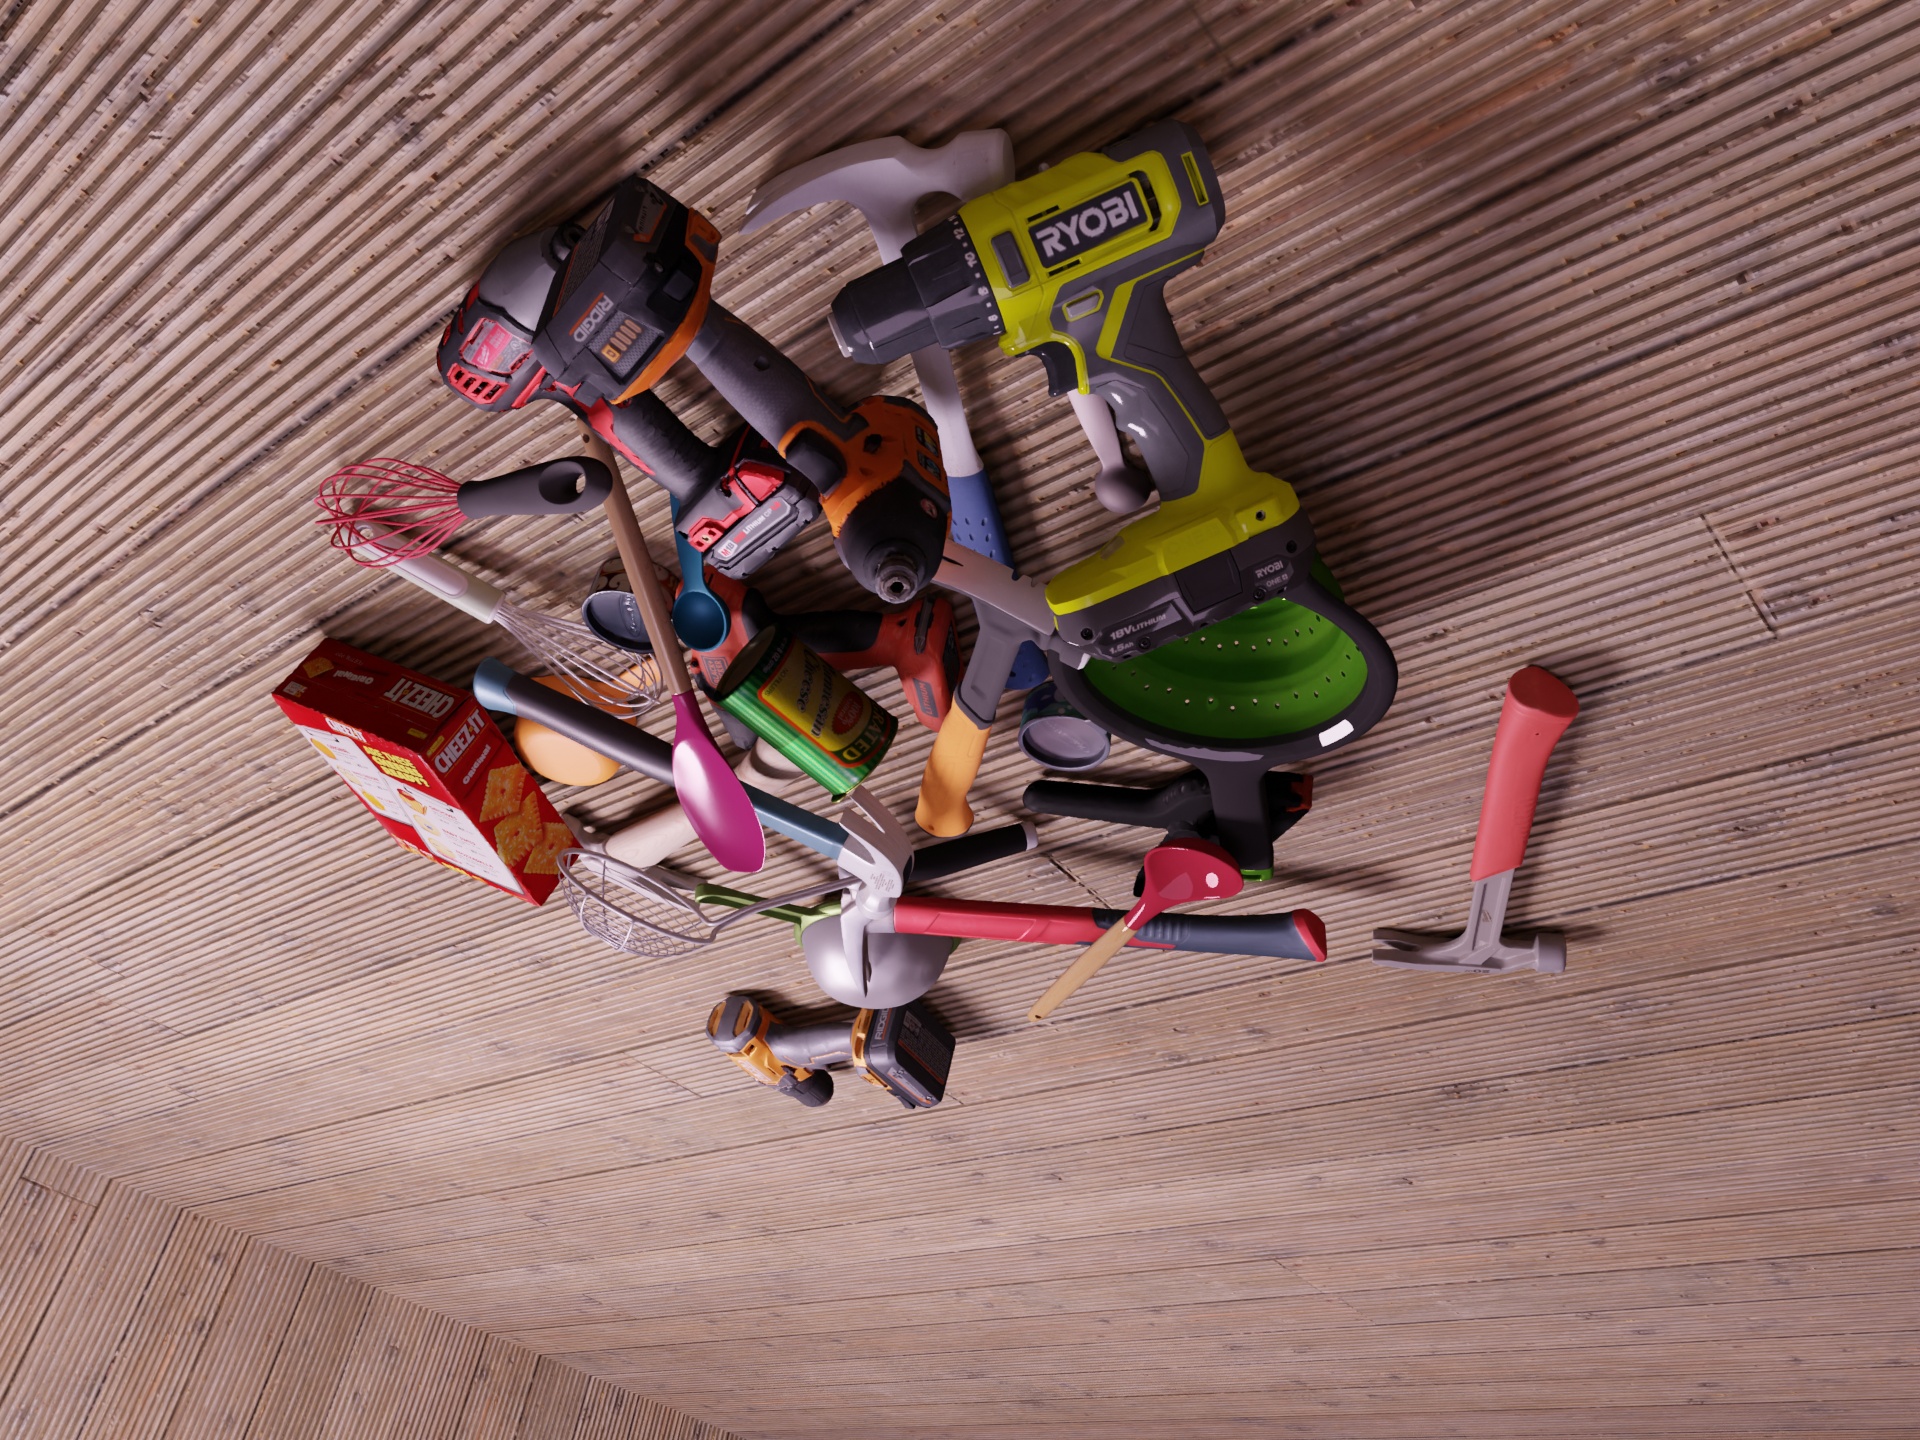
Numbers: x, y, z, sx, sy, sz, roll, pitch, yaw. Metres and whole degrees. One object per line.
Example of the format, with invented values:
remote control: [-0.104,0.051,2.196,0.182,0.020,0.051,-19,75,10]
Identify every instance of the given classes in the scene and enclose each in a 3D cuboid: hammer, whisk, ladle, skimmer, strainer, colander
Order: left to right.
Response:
whisk: [-0.309,-0.134,0.973,0.296,0.073,0.073,1,146,40]
whisk: [-0.318,-0.074,1.112,0.246,0.058,0.059,30,175,-13]
hammer: [-0.185,0.040,1.112,0.331,0.033,0.128,25,148,0]
hammer: [-0.190,0.073,1.241,0.146,0.038,0.410,27,150,-23]
skimmer: [-0.114,0.102,1.198,0.363,0.127,0.090,-13,110,-17]
strainer: [-0.116,0.199,1.375,0.256,0.069,0.151,20,145,-32]
hammer: [-0.007,-0.157,0.933,0.144,0.035,0.405,0,142,15]
hammer: [-0.002,-0.003,1.021,0.127,0.034,0.336,27,153,5]
hammer: [0.096,0.177,1.281,0.386,0.038,0.143,3,127,6]
ladle: [0.119,0.165,1.201,0.069,0.031,0.315,28,140,-7]
colander: [0.177,-0.019,1.025,0.204,0.095,0.396,2,148,16]
hammer: [0.383,0.086,1.155,0.149,0.037,0.358,2,143,13]

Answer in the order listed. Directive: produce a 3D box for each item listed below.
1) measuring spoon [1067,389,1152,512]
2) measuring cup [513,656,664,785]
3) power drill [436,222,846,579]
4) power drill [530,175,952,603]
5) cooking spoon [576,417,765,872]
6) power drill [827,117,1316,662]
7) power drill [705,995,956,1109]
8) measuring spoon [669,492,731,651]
measuring spoon: [0.080,-0.162,0.916,0.034,0.018,0.124,-6,140,23]
measuring cup: [-0.270,-0.001,1.198,0.095,0.052,0.173,36,139,-30]
power drill: [-0.177,-0.186,0.906,0.219,0.079,0.143,33,143,-22]
power drill: [-0.095,-0.153,0.792,0.226,0.164,0.084,35,115,-27]
cooking spoon: [-0.187,-0.043,1.023,0.069,0.017,0.318,-1,114,38]
power drill: [0.060,-0.150,0.775,0.190,0.080,0.228,-23,104,4]
power drill: [-0.119,0.341,1.600,0.226,0.084,0.185,-6,141,29]
measuring spoon: [-0.167,-0.108,1.014,0.042,0.021,0.128,3,106,26]
